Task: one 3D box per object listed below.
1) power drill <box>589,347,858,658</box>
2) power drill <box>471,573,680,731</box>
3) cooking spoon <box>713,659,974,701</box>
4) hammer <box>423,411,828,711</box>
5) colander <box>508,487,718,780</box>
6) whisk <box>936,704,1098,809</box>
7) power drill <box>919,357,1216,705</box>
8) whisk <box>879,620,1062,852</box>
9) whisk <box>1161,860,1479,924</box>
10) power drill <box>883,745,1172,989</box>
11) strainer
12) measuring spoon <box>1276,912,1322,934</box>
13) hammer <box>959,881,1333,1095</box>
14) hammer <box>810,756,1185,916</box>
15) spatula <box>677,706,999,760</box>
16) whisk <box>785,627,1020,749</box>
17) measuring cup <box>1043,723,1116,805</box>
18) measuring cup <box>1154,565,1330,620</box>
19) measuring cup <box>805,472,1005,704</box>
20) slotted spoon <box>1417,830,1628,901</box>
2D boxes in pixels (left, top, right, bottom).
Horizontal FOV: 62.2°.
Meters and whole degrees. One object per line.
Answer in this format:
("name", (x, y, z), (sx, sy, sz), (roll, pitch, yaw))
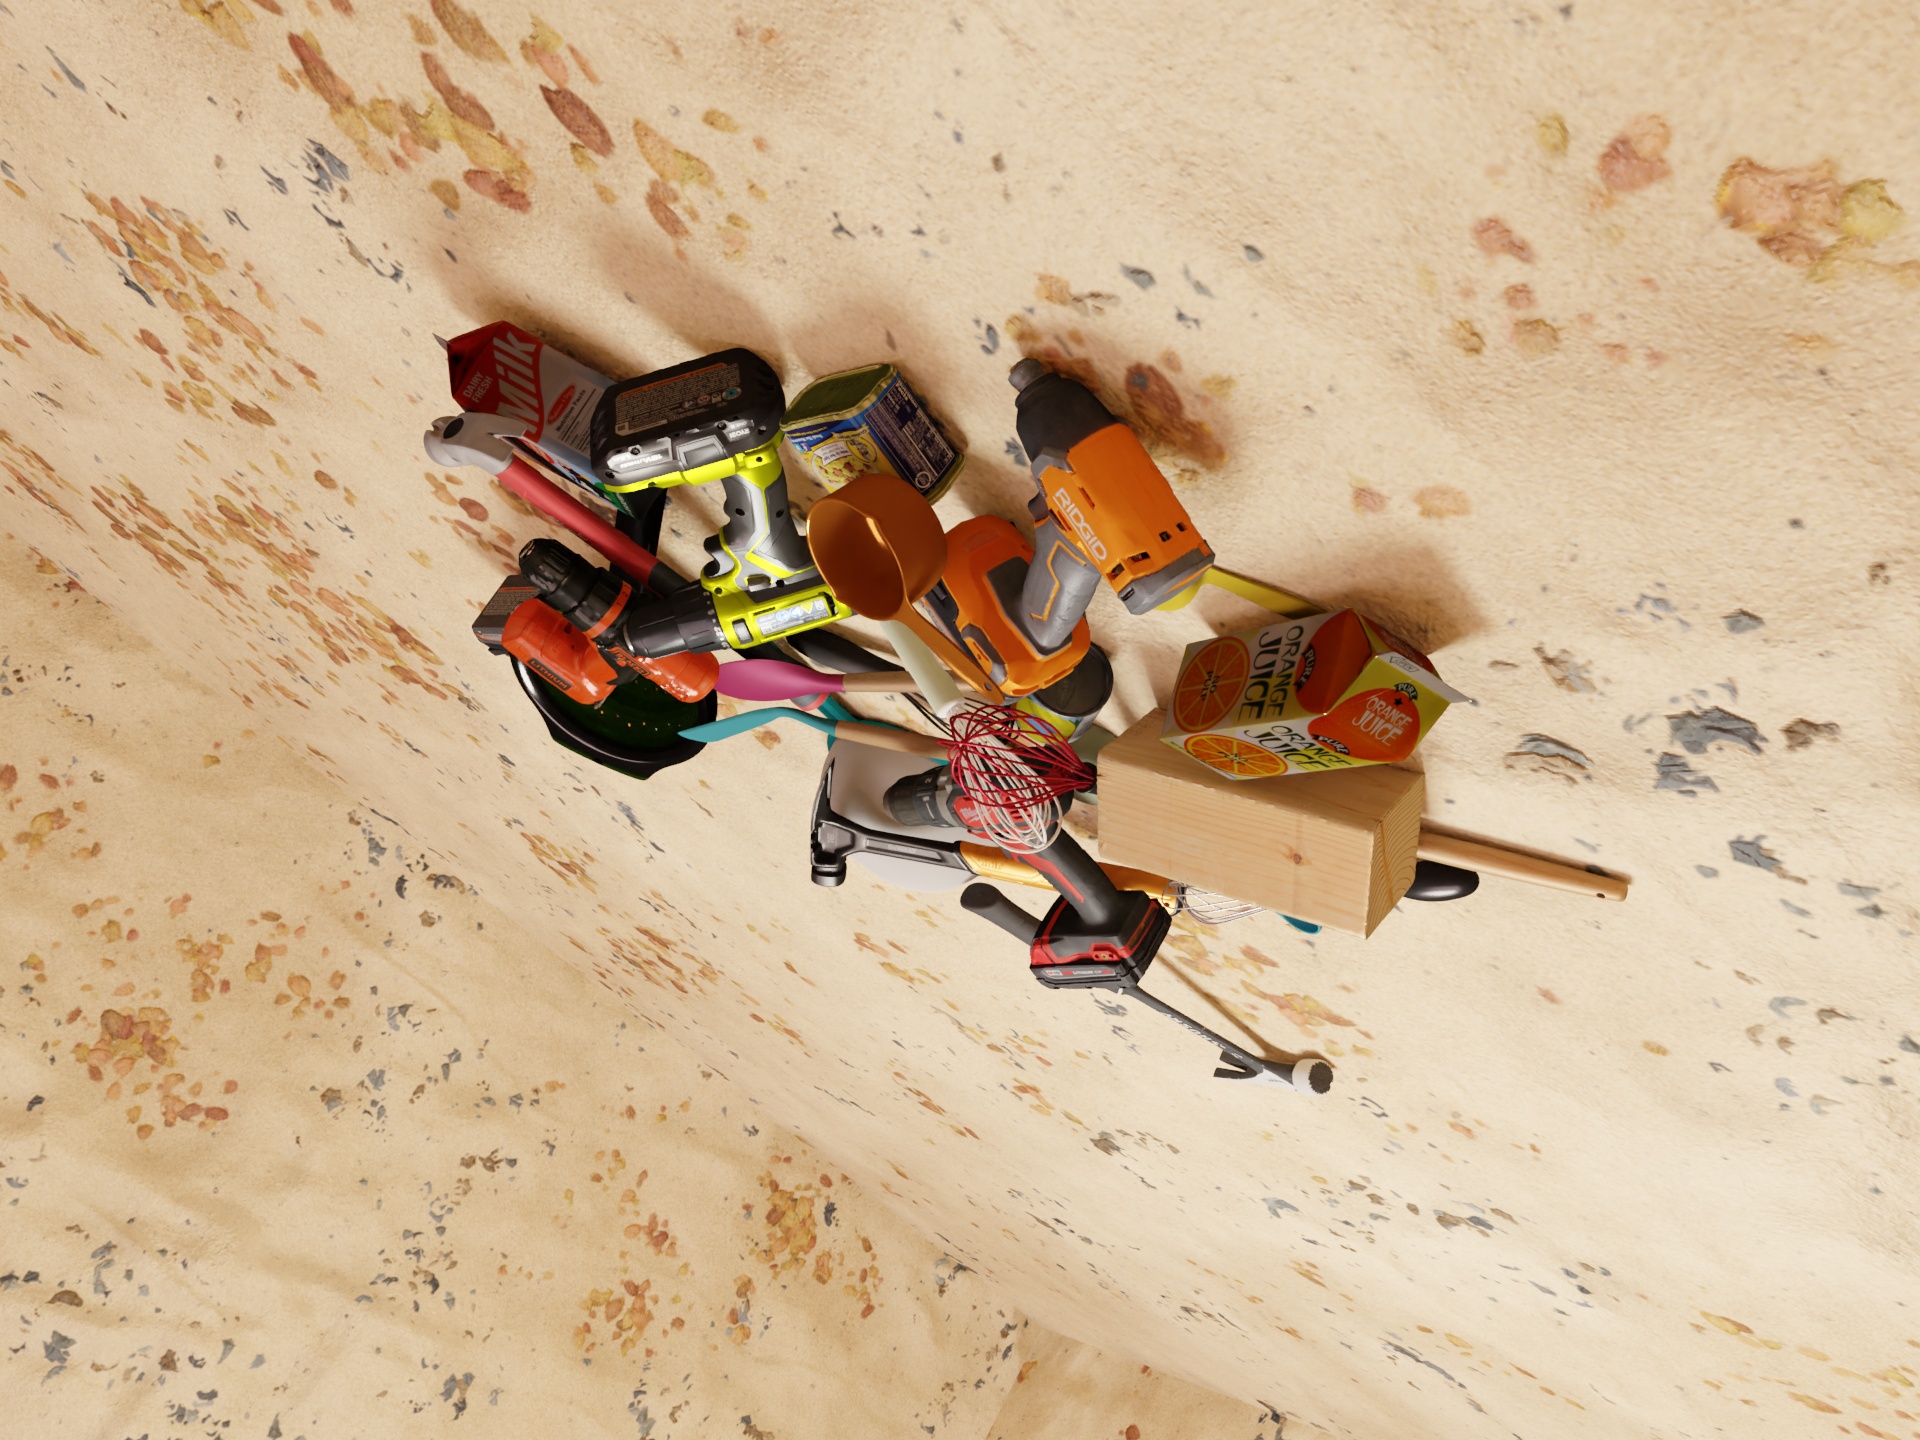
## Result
("power drill", (-0.178, -0.139, 1.143), (0.190, 0.080, 0.228), (-16, 138, 3))
("power drill", (-0.390, -0.053, 1.639), (0.185, 0.084, 0.226), (4, 147, 48))
("cooking spoon", (-0.069, -0.031, 1.278), (0.319, 0.017, 0.068), (-1, 153, 25))
("hammer", (-0.235, -0.114, 1.253), (0.385, 0.038, 0.143), (38, 166, -36))
("colander", (-0.283, -0.112, 1.412), (0.204, 0.095, 0.396), (24, 137, 2))
("whisk", (0.081, 0.039, 1.158), (0.073, 0.073, 0.295), (12, 178, 37))
("power drill", (0.050, -0.115, 0.995), (0.164, 0.084, 0.226), (57, 151, 5))
("whisk", (-0.002, -0.004, 1.208), (0.246, 0.059, 0.057), (57, 167, 18))
("whisk", (0.270, 0.125, 1.226), (0.285, 0.070, 0.070), (-8, 134, 47))
("power drill", (0.051, 0.118, 1.317), (0.188, 0.080, 0.226), (-10, 124, 45))
("strainer", (-0.096, 0.059, 1.476), (0.340, 0.095, 0.211), (45, 152, -27))
("measuring spoon", (0.249, 0.140, 1.324), (0.129, 0.021, 0.042), (23, 151, 40))
("hammer", (0.169, 0.264, 1.547), (0.408, 0.036, 0.149), (33, 158, -20))
("hammer", (0.032, 0.119, 1.403), (0.337, 0.034, 0.127), (10, 125, 7))
("spatula", (-0.084, 0.022, 1.379), (0.317, 0.044, 0.082), (10, 175, 12))
("whisk", (-0.052, -0.033, 1.323), (0.239, 0.055, 0.055), (24, 154, 28))
("measuring cup", (0.124, 0.067, 1.300), (0.083, 0.038, 0.167), (3, 140, 46))
("measuring cup", (0.169, -0.076, 1.002), (0.156, 0.029, 0.062), (24, 154, 21))
("measuring cup", (-0.021, -0.084, 1.004), (0.174, 0.052, 0.095), (45, 147, 7))
("slotted spoon", (0.310, 0.083, 1.132), (0.314, 0.031, 0.070), (13, 144, 33))
